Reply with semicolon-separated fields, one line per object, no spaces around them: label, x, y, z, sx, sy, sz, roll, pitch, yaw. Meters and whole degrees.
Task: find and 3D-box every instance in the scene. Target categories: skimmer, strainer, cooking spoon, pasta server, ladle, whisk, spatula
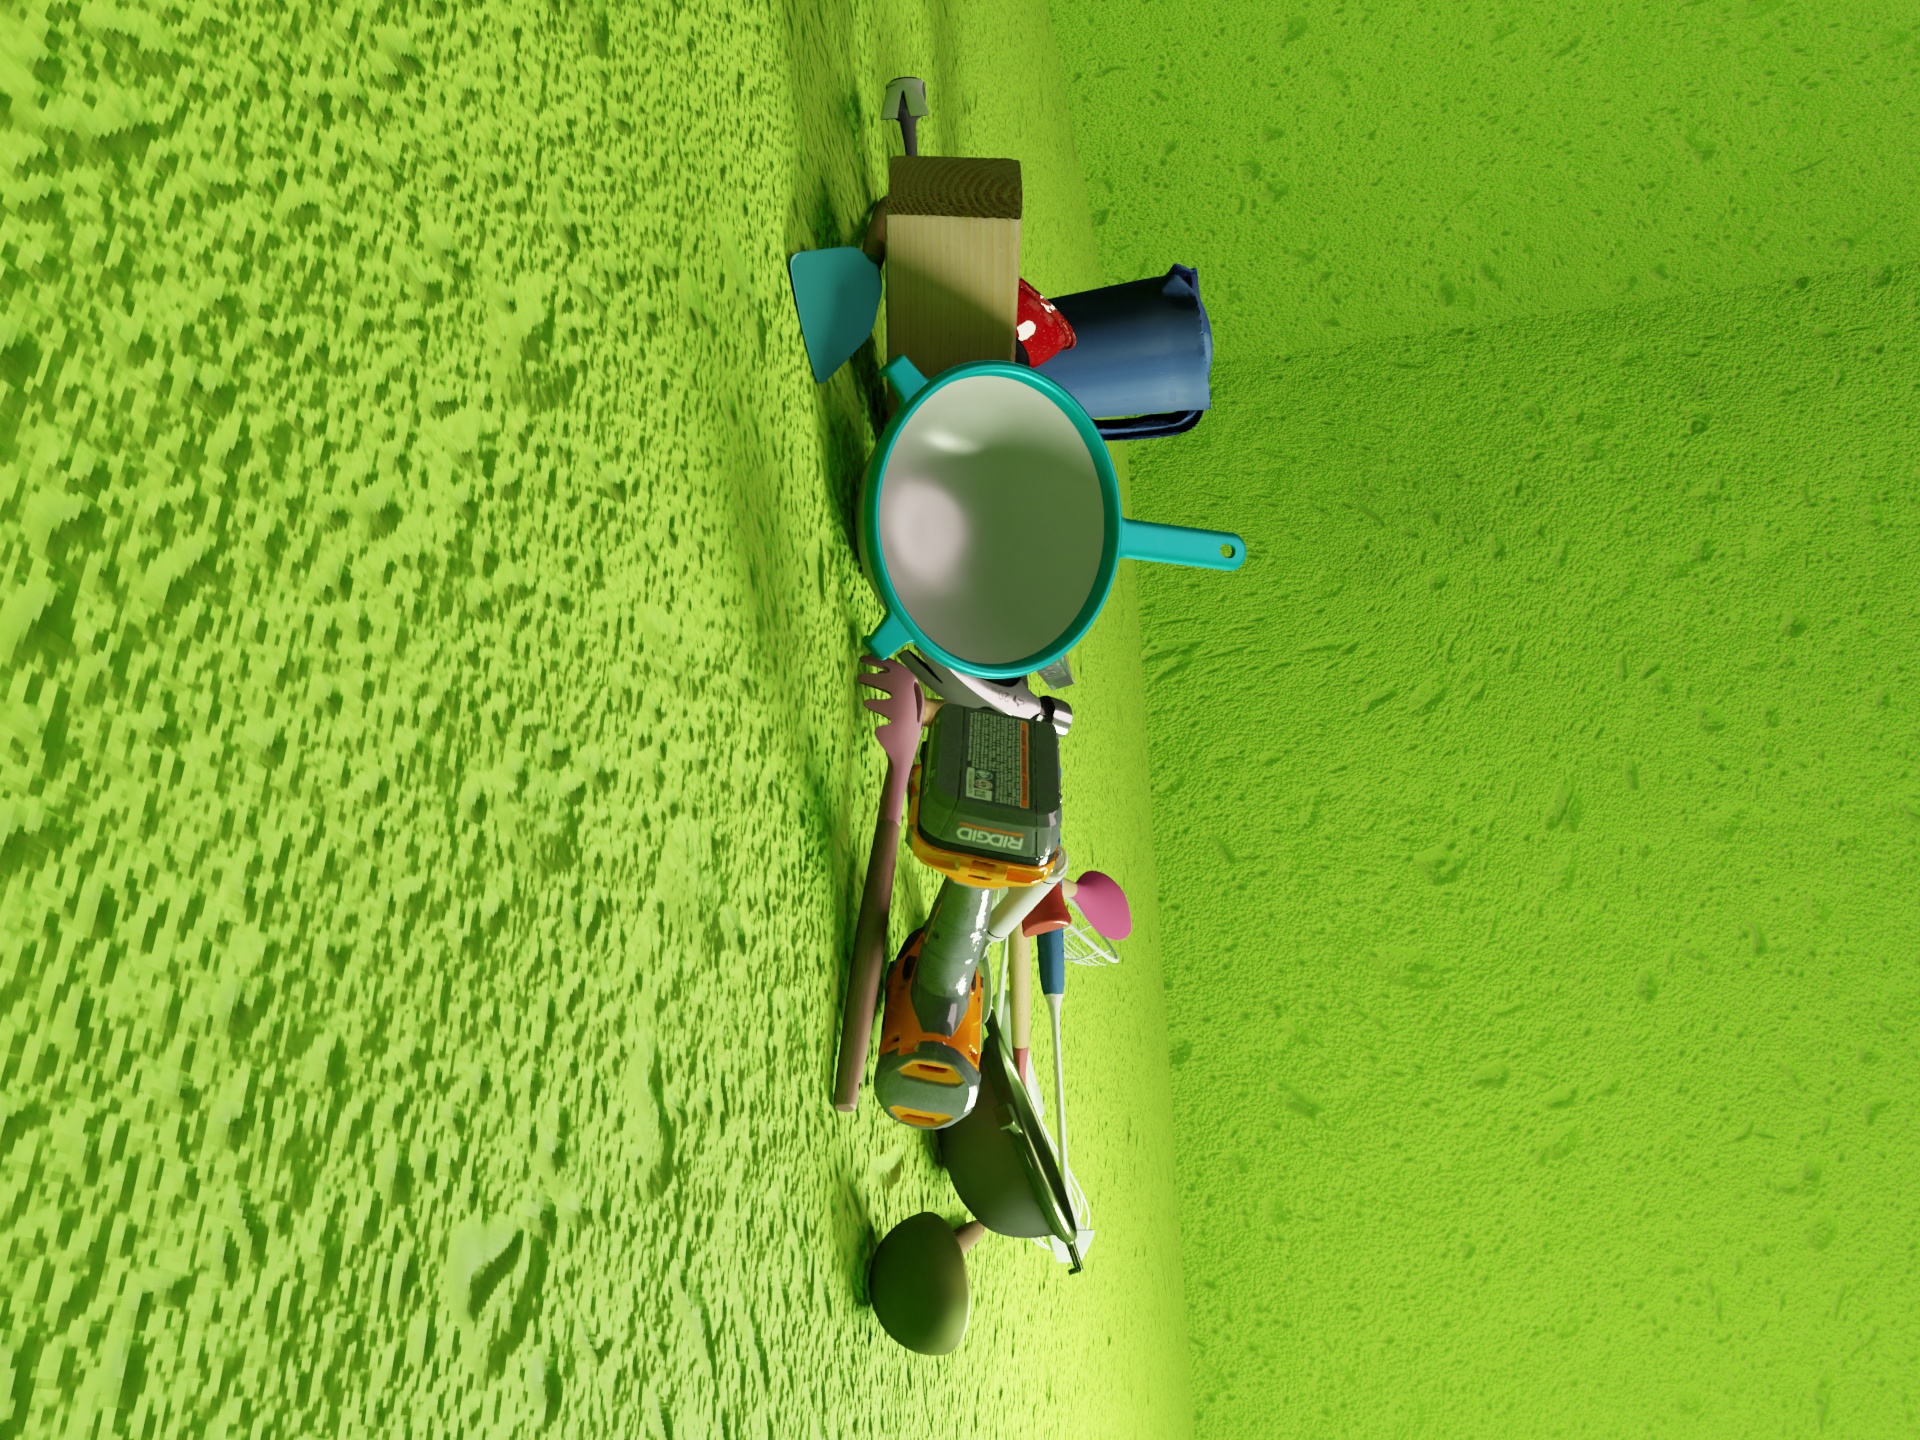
skimmer;0.094;0.061;1.574;0.127;0.090;0.363;24;60;-73
strainer;0.019;0.139;1.059;0.258;0.050;0.087;-56;-133;54
cooking spoon;0.089;0.149;1.444;0.318;0.017;0.069;27;49;-56
pasta server;-0.055;0.087;0.969;0.060;0.040;0.316;70;21;-51
ladle;-0.001;0.344;1.021;0.320;0.062;0.078;50;33;-75
whisk;0.064;0.348;1.379;0.058;0.059;0.246;-103;180;-79
ladle;0.047;0.237;1.283;0.069;0.031;0.315;-54;144;-75
strainer;0.055;-0.134;1.131;0.340;0.095;0.211;2;92;-37
spatula;-0.072;-0.327;1.116;0.318;0.044;0.082;-87;167;-60
whisk;-0.001;-0.002;1.253;0.245;0.051;0.047;3;87;-76
strainer;0.015;0.282;1.159;0.257;0.069;0.151;-114;-179;-67

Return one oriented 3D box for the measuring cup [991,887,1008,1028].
measuring cup;0.019;0.173;1.286;0.083;0.038;0.167;-40;133;-74

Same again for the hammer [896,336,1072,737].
hammer;0.024;-0.157;1.225;0.146;0.035;0.335;19;63;-36

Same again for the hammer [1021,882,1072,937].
hammer;0.039;-0.003;1.248;0.149;0.037;0.359;45;32;-53

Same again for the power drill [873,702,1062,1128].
power drill;-0.001;0.108;0.952;0.164;0.084;0.226;-86;-172;-61

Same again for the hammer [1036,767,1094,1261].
hammer;0.079;0.238;1.320;0.144;0.035;0.406;84;4;-77

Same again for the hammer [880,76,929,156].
hammer;-0.025;-0.318;1.242;0.127;0.034;0.336;-92;176;-62
